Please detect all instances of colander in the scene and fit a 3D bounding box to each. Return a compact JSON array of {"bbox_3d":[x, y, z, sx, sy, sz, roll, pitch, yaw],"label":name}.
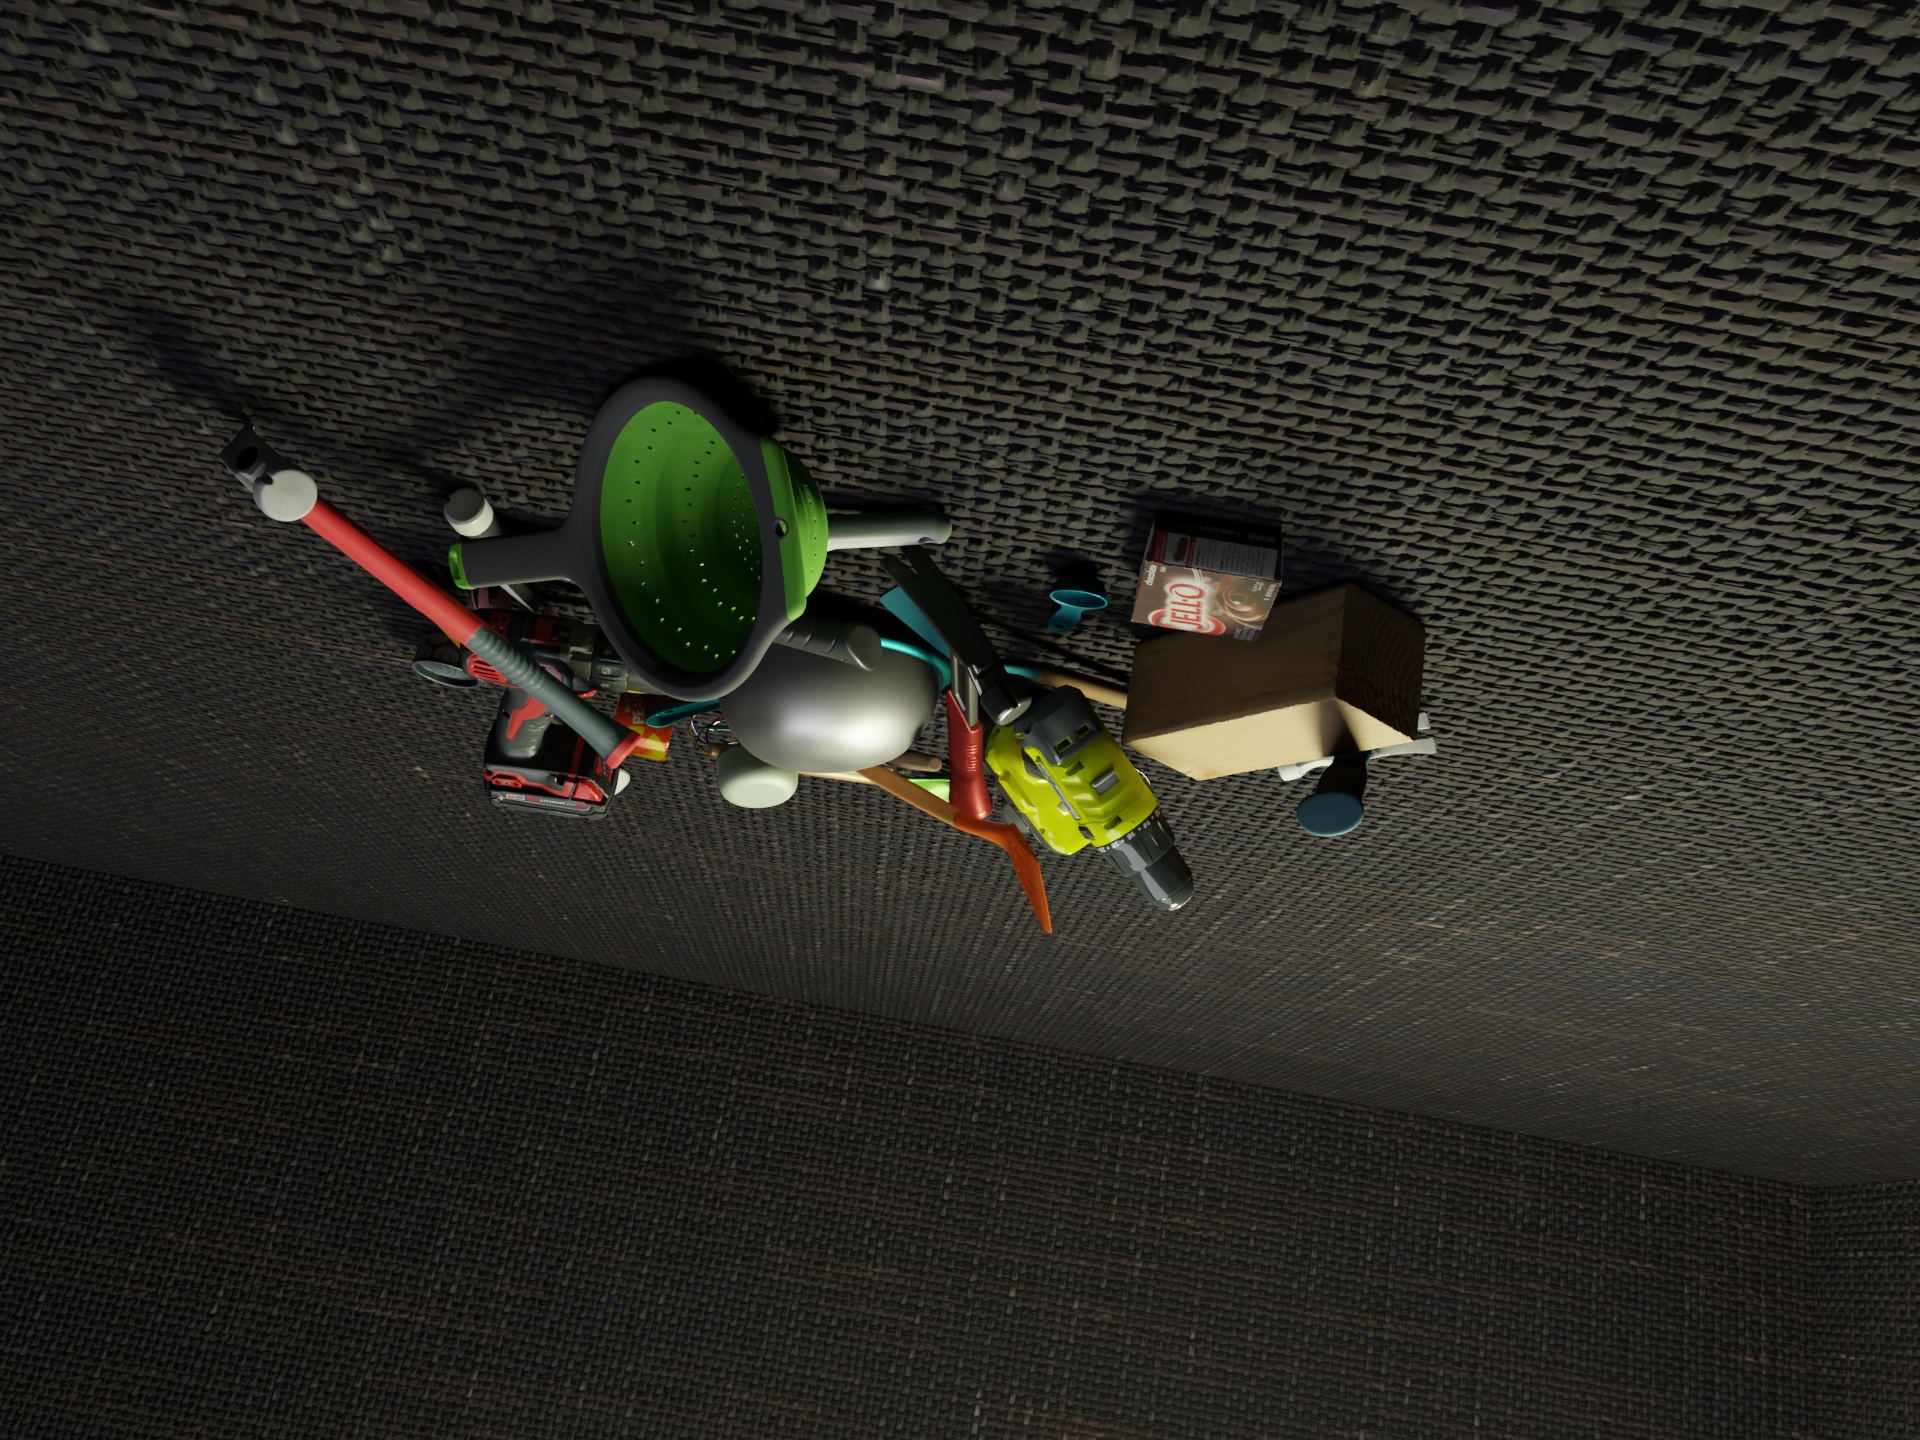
[{"bbox_3d":[-0.212,-0.121,1.076,0.397,0.204,0.094,1,-168,43],"label":"colander"}]

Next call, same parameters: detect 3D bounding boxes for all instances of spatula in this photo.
[{"bbox_3d":[0.085,-0.045,1.285,0.317,0.044,0.082,16,162,-29],"label":"spatula"},{"bbox_3d":[-0.074,0.031,1.469,0.059,0.018,0.316,14,177,-20],"label":"spatula"},{"bbox_3d":[-0.023,0.080,1.364,0.323,0.041,0.081,26,138,44],"label":"spatula"}]

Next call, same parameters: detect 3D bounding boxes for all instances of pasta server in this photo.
[{"bbox_3d":[-0.267,-0.079,1.366,0.316,0.040,0.060,5,160,3],"label":"pasta server"}]

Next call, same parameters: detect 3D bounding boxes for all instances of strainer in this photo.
[{"bbox_3d":[-0.163,0.004,1.380,0.340,0.095,0.210,-12,159,39],"label":"strainer"}]

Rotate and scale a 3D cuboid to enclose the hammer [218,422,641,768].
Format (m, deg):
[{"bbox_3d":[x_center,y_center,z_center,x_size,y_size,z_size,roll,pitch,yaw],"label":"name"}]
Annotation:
[{"bbox_3d":[-0.388,-0.082,1.210,0.143,0.038,0.385,34,171,48],"label":"hammer"}]

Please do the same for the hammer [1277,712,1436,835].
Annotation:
[{"bbox_3d":[0.282,0.040,1.169,0.128,0.033,0.331,-16,-178,18],"label":"hammer"}]

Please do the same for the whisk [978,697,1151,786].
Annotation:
[{"bbox_3d":[0.083,0.028,1.457,0.238,0.055,0.055,28,154,-30],"label":"whisk"}]

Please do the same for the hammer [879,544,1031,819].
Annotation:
[{"bbox_3d":[-0.002,-0.004,1.261,0.037,0.149,0.358,-33,162,-11],"label":"hammer"}]

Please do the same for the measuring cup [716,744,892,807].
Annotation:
[{"bbox_3d":[-0.145,0.057,1.495,0.167,0.038,0.083,3,151,-13],"label":"measuring cup"}]

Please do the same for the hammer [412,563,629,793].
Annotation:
[{"bbox_3d":[-0.420,-0.044,1.477,0.127,0.034,0.336,40,168,31],"label":"hammer"}]

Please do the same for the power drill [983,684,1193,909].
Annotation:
[{"bbox_3d":[0.101,0.063,1.302,0.190,0.080,0.228,55,172,-7],"label":"power drill"}]

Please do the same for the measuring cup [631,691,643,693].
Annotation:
[{"bbox_3d":[-0.343,-0.059,1.444,0.156,0.029,0.062,19,159,-29],"label":"measuring cup"}]

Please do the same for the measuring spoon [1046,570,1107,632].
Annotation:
[{"bbox_3d":[0.082,-0.088,1.181,0.042,0.021,0.128,11,170,-4],"label":"measuring spoon"}]

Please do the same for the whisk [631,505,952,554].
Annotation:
[{"bbox_3d":[-0.124,-0.129,1.120,0.246,0.059,0.057,-1,170,17],"label":"whisk"}]

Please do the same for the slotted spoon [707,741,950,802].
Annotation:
[{"bbox_3d":[-0.104,0.051,1.565,0.313,0.031,0.070,11,162,-33],"label":"slotted spoon"}]

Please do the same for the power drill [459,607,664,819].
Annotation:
[{"bbox_3d":[-0.333,-0.007,1.386,0.188,0.080,0.226,8,143,-7],"label":"power drill"}]

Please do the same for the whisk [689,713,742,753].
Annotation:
[{"bbox_3d":[-0.151,0.008,1.520,0.245,0.047,0.051,-2,165,21],"label":"whisk"}]

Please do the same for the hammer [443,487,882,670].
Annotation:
[{"bbox_3d":[-0.220,-0.094,1.218,0.335,0.035,0.146,16,161,10],"label":"hammer"}]
